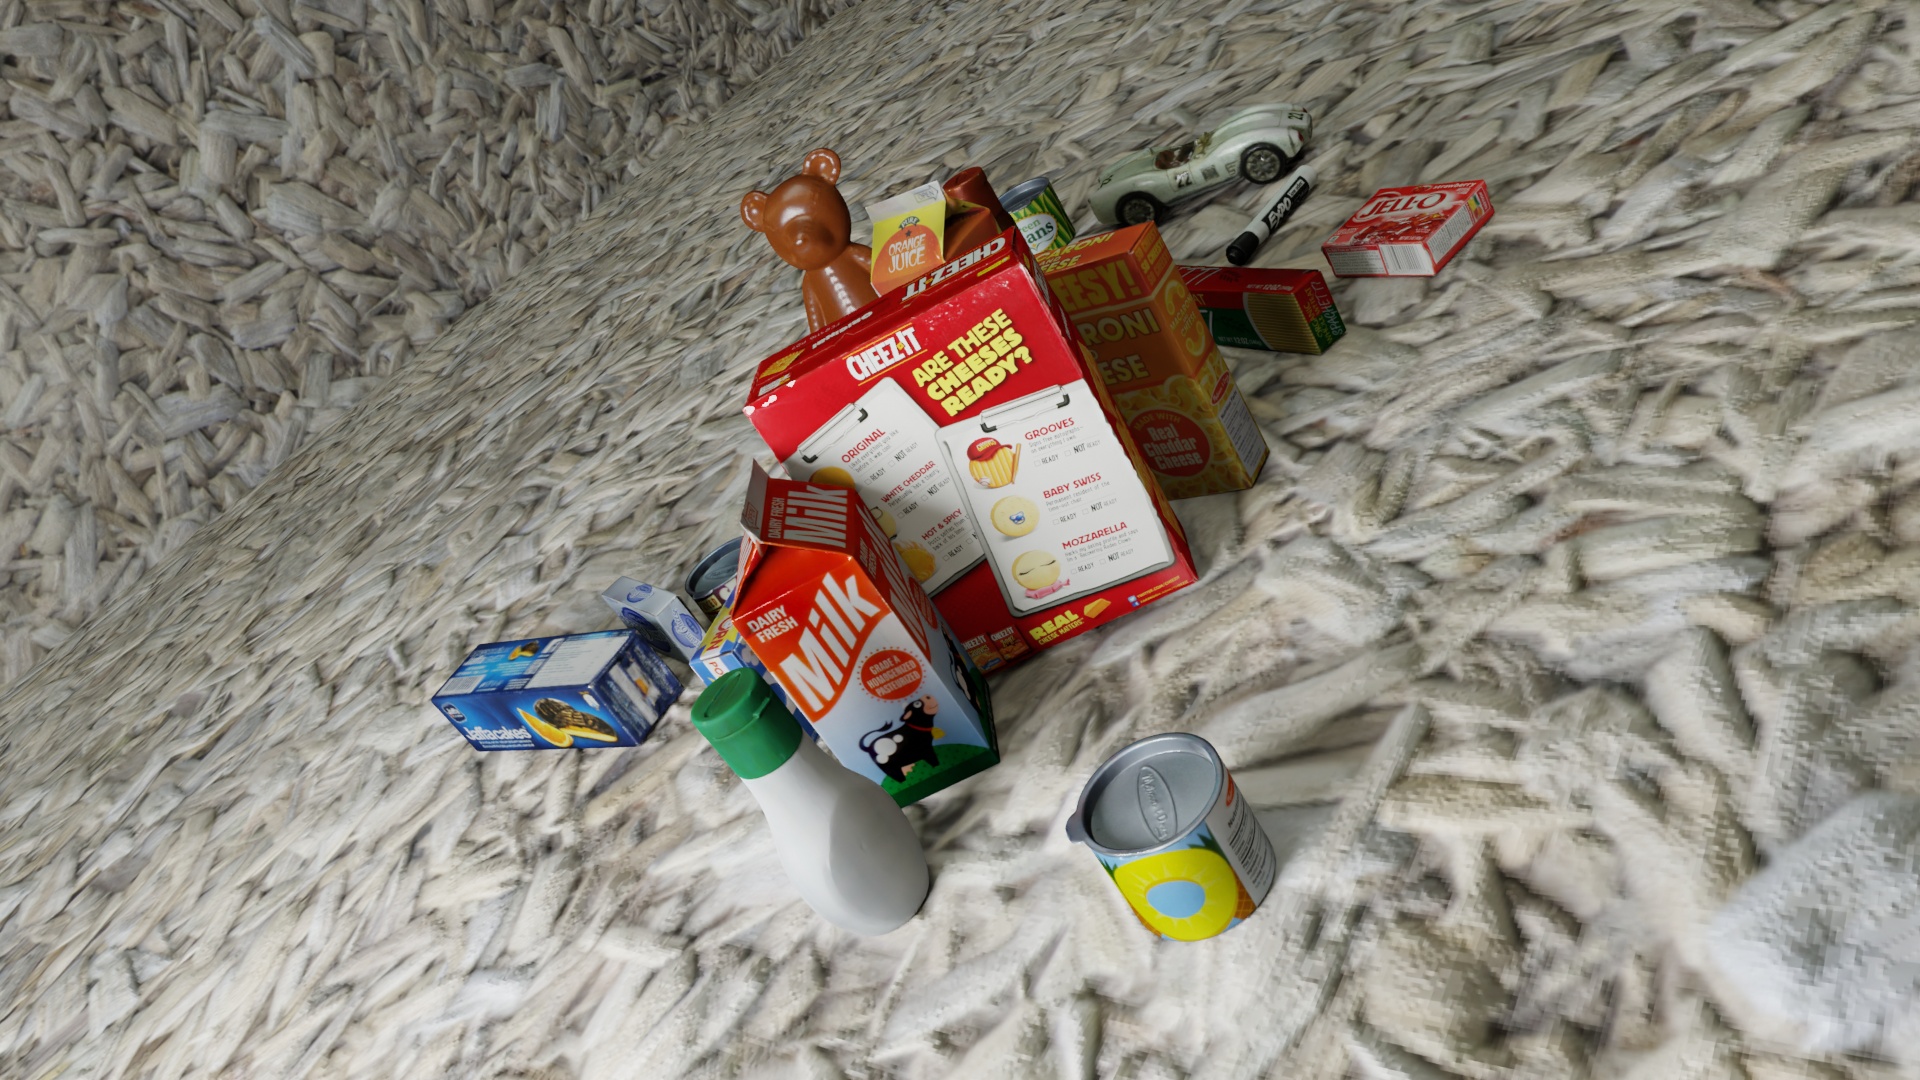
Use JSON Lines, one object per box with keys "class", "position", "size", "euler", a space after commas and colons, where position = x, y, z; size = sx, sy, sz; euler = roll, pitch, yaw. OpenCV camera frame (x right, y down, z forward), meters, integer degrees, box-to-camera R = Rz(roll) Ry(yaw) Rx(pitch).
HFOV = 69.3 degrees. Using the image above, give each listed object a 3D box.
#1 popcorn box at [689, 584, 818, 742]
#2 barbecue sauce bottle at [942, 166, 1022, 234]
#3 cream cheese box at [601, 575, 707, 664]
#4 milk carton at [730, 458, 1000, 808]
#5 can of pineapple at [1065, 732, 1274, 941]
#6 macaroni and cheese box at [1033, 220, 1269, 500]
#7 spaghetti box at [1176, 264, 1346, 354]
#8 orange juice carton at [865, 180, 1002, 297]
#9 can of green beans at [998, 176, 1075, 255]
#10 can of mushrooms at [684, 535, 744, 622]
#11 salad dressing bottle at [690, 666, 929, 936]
{"class": "popcorn box", "position": [-0.107, 0.060, 0.862], "size": [0.038, 0.085, 0.127], "euler": [-16, 31, 30]}
{"class": "barbecue sauce bottle", "position": [0.035, -0.229, 1.122], "size": [0.043, 0.148, 0.065], "euler": [-23, 28, 19]}
{"class": "cream cheese box", "position": [-0.222, 0.059, 1.021], "size": [0.024, 0.053, 0.104], "euler": [-45, 29, -23]}
{"class": "milk carton", "position": [-0.058, 0.045, 0.719], "size": [0.073, 0.190, 0.073], "euler": [-27, 27, 11]}
{"class": "can of pineapple", "position": [0.088, 0.124, 0.579], "size": [0.071, 0.057, 0.071], "euler": [-25, 28, 14]}
{"class": "macaroni and cheese box", "position": [0.092, -0.098, 0.825], "size": [0.123, 0.166, 0.040], "euler": [-8, 36, 39]}
{"class": "spaghetti box", "position": [0.168, -0.168, 0.990], "size": [0.029, 0.050, 0.250], "euler": [-42, 28, -17]}
{"class": "orange juice carton", "position": [0.004, -0.169, 1.007], "size": [0.071, 0.192, 0.073], "euler": [-7, 36, 41]}
{"class": "can of green beans", "position": [0.067, -0.299, 1.306], "size": [0.071, 0.057, 0.071], "euler": [-25, 28, 14]}
{"class": "can of mushrooms", "position": [-0.170, 0.031, 1.035], "size": [0.071, 0.033, 0.071], "euler": [-25, 28, 14]}
{"class": "salad dressing bottle", "position": [-0.069, 0.123, 0.650], "size": [0.044, 0.147, 0.064], "euler": [-9, 35, 39]}
